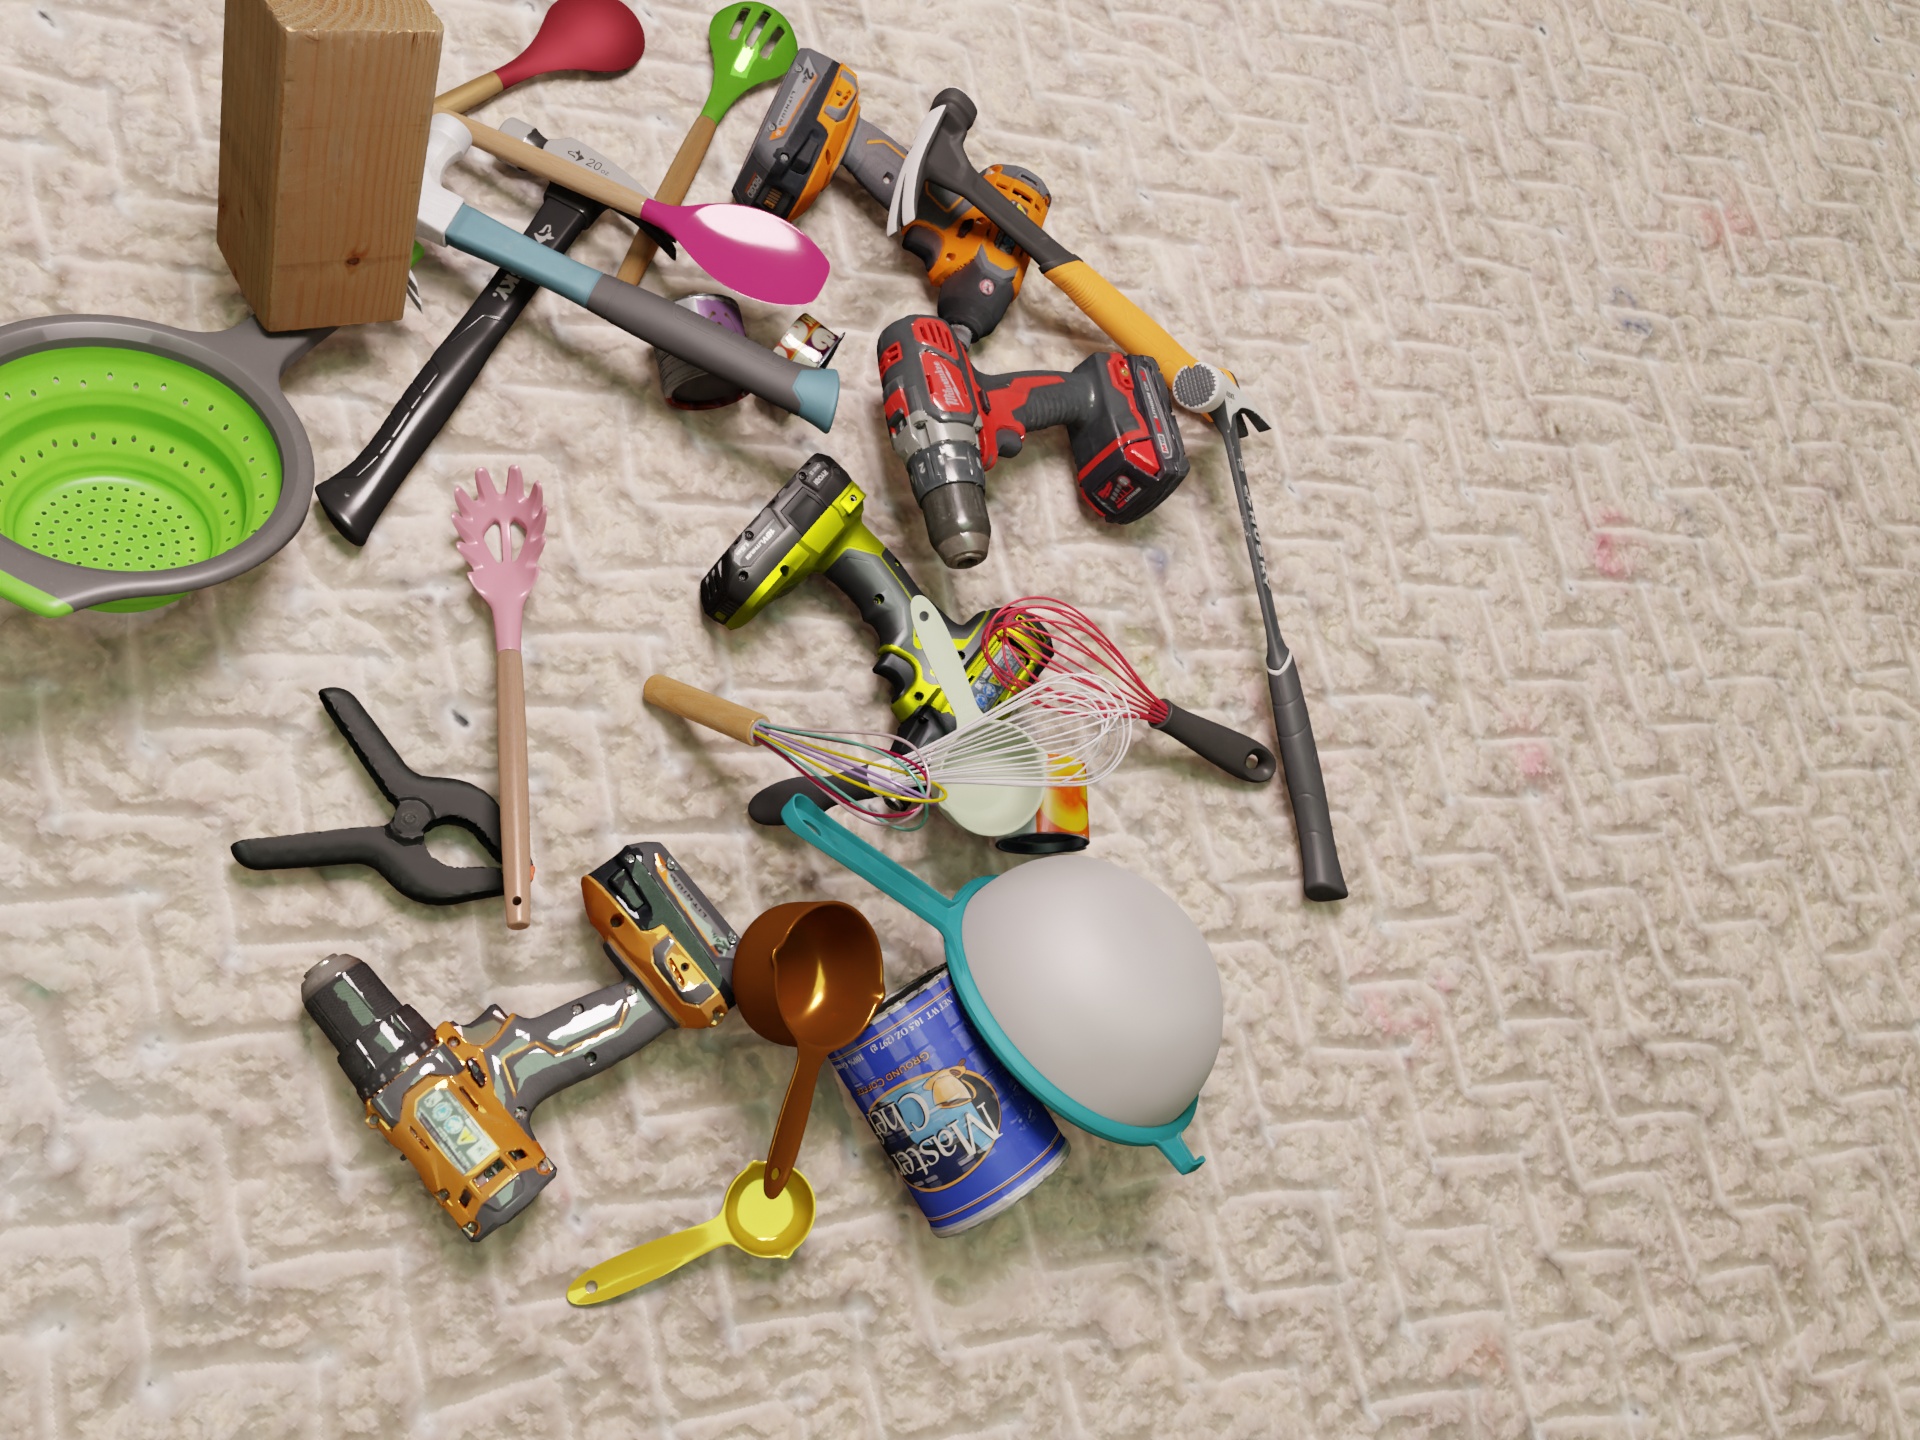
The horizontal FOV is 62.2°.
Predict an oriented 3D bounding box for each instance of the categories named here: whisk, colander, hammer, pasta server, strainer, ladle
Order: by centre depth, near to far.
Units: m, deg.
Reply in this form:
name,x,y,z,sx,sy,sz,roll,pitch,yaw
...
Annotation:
name,x,y,z,sx,sy,sz,roll,pitch,yaw
colander,-0.461,-0.183,0.979,0.204,0.094,0.397,33,47,-5
pasta server,-0.279,-0.021,0.983,0.060,0.040,0.316,-5,61,-10
whisk,-0.020,0.028,0.997,0.070,0.284,0.070,36,46,-50
whisk,-0.108,0.014,0.999,0.245,0.051,0.047,20,45,33
strainer,0.049,0.123,1.004,0.340,0.095,0.211,35,27,-16
hammer,-0.229,-0.280,1.057,0.331,0.033,0.128,25,70,-3
hammer,-0.320,-0.255,1.068,0.146,0.035,0.335,27,68,0
ladle,-0.351,-0.443,1.128,0.315,0.031,0.069,-40,90,-25
whisk,0.129,-0.012,1.129,0.295,0.073,0.073,25,65,-36
hammer,0.238,-0.063,1.208,0.149,0.036,0.409,-4,81,-64
hammer,0.091,-0.326,1.208,0.336,0.034,0.127,33,63,-28

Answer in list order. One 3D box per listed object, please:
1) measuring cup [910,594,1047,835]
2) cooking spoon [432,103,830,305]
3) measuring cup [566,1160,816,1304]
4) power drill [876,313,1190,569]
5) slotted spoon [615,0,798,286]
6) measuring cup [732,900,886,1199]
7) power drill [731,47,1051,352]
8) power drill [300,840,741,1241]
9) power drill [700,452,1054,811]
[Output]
name,x,y,z,sx,sy,sz,roll,pitch,yaw
measuring cup,-0.002,-0.003,1.053,0.083,0.038,0.167,-25,96,-19
cooking spoon,-0.240,-0.362,1.093,0.319,0.017,0.069,24,70,-1
measuring cup,-0.164,0.318,0.972,0.156,0.029,0.062,-20,82,-14
power drill,0.052,-0.193,1.149,0.226,0.080,0.188,0,67,-33
slotted spoon,-0.196,-0.424,1.182,0.070,0.031,0.314,25,68,-12
measuring cup,-0.104,0.190,0.937,0.095,0.052,0.174,30,67,-42
power drill,-0.051,-0.382,1.198,0.226,0.084,0.164,25,66,-17
power drill,-0.256,0.166,0.950,0.226,0.084,0.185,-40,89,-22
power drill,-0.061,-0.059,1.096,0.223,0.080,0.171,42,63,-9
